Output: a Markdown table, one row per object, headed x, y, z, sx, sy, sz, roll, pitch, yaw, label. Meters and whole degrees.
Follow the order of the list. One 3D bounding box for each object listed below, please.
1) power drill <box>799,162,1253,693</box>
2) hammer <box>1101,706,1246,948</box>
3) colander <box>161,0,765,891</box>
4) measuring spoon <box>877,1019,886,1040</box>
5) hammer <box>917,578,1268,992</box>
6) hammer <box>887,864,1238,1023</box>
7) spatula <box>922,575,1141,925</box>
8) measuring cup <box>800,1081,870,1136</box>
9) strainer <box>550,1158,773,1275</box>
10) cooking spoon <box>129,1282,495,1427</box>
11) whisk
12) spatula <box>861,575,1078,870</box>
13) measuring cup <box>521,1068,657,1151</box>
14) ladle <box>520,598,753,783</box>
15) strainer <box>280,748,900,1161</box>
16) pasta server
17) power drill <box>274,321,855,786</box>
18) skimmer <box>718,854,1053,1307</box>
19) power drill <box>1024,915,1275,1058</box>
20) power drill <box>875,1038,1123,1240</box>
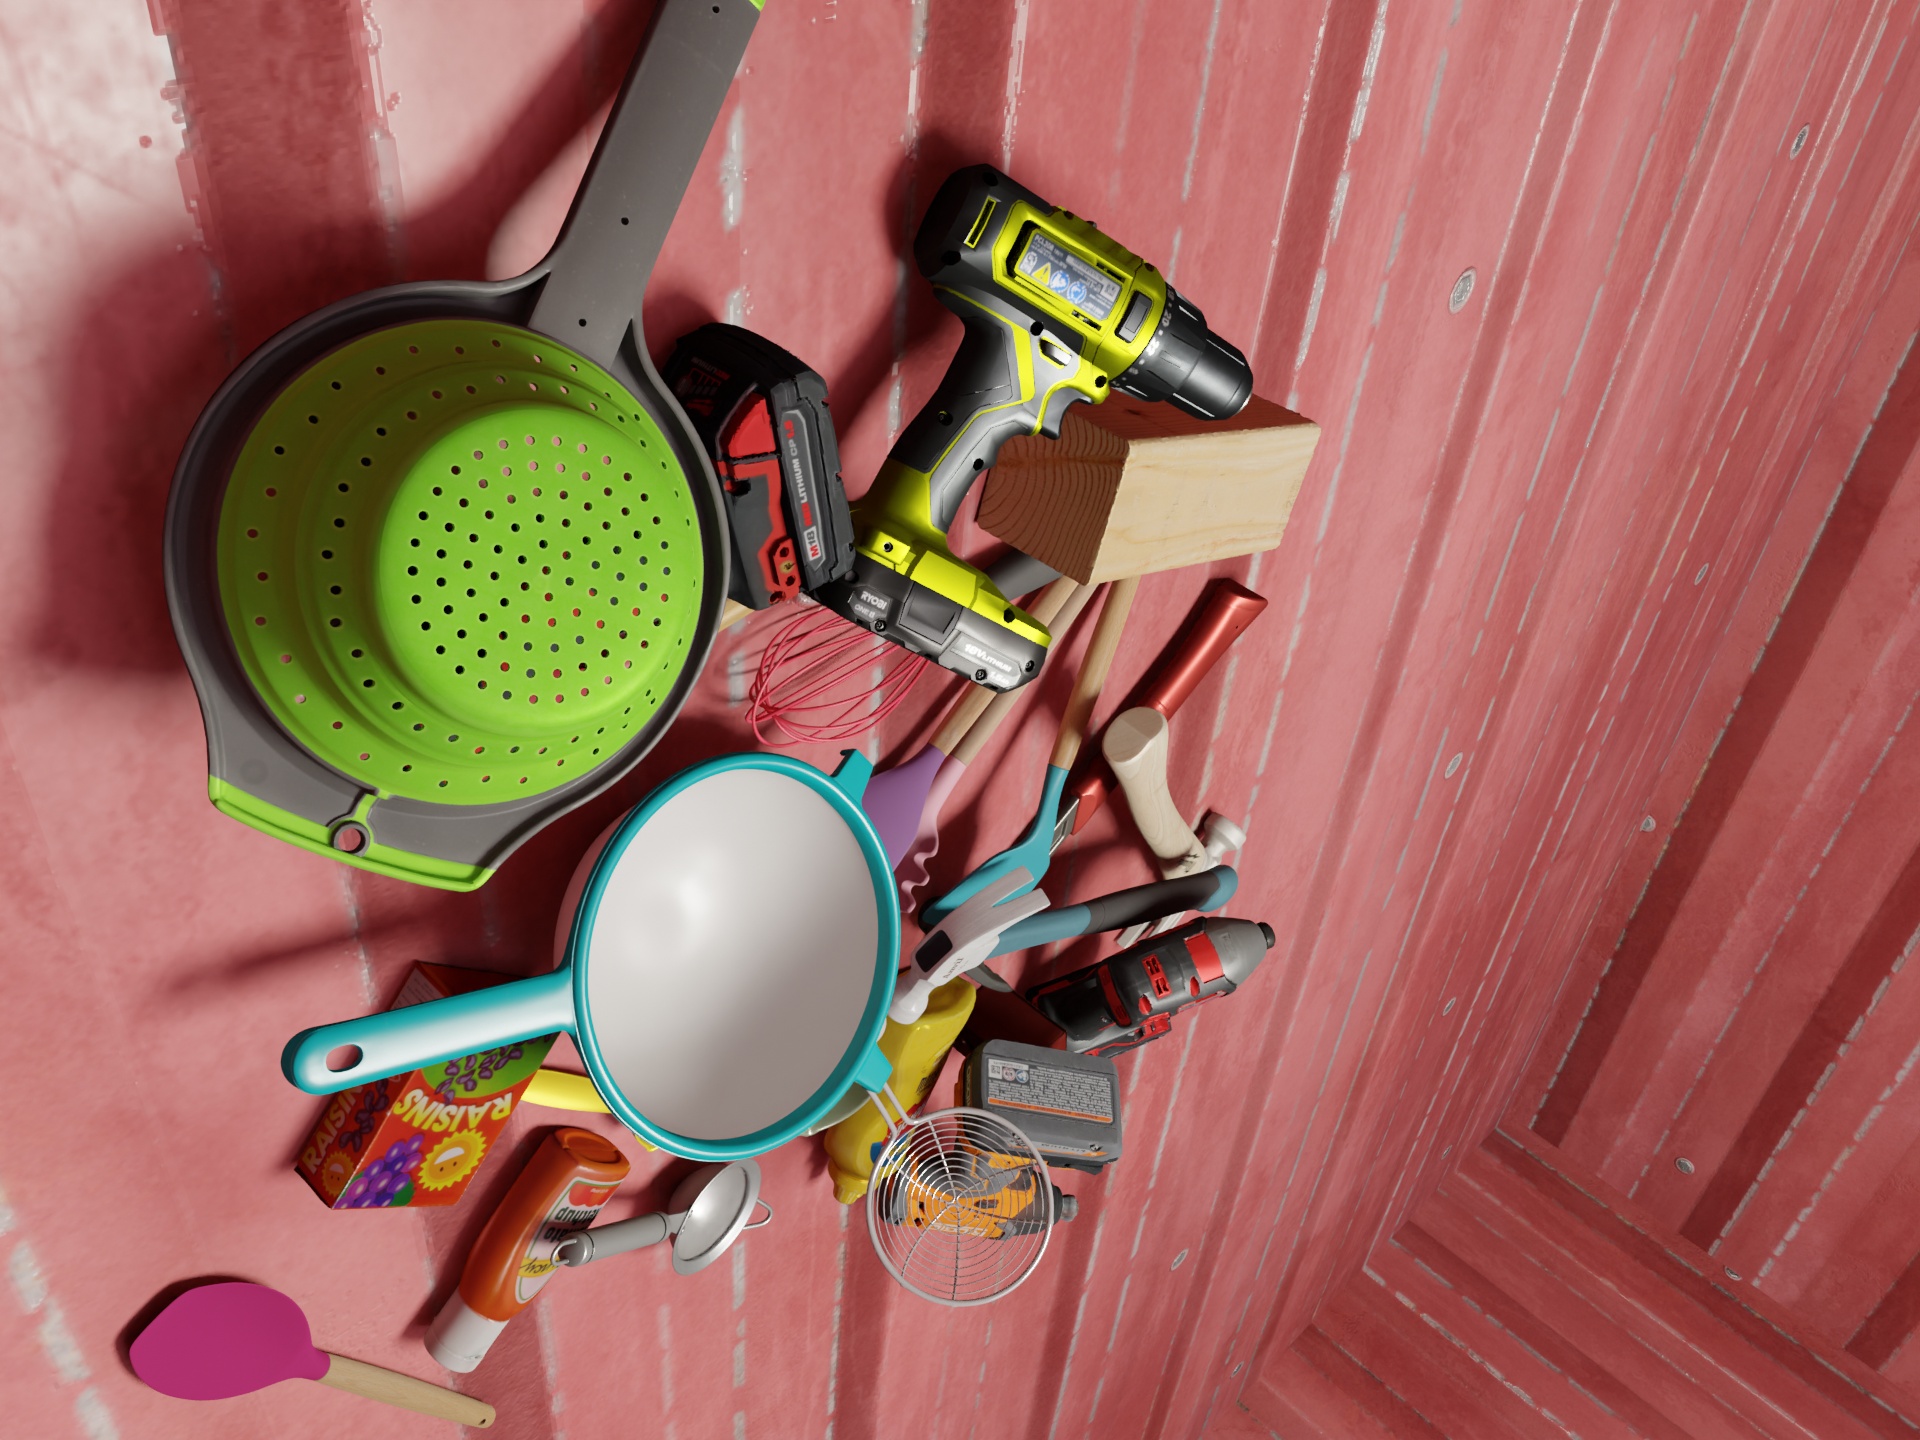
| x | y | z | sx | sy | sz | roll | pitch | yaw | label |
| --- | --- | --- | --- | --- | --- | --- | --- | --- | --- |
| 0.033 | -0.135 | 0.805 | 0.190 | 0.080 | 0.228 | 25 | 94 | -25 | power drill |
| 0.149 | 0.087 | 1.226 | 0.146 | 0.038 | 0.410 | -51 | 157 | -6 | hammer |
| -0.132 | -0.129 | 0.566 | 0.204 | 0.094 | 0.397 | 25 | 82 | -33 | colander |
| -0.087 | 0.203 | 1.027 | 0.124 | 0.018 | 0.034 | 8 | 113 | -55 | measuring spoon |
| 0.110 | 0.043 | 1.192 | 0.359 | 0.037 | 0.149 | -51 | 148 | -7 | hammer |
| 0.094 | 0.144 | 1.161 | 0.331 | 0.033 | 0.128 | -5 | 141 | -46 | hammer |
| 0.067 | 0.003 | 1.081 | 0.082 | 0.044 | 0.317 | 18 | 94 | -46 | spatula |
| -0.136 | 0.248 | 1.061 | 0.167 | 0.038 | 0.083 | -3 | 136 | -32 | measuring cup |
| -0.190 | 0.316 | 1.002 | 0.087 | 0.050 | 0.258 | -64 | 161 | -2 | strainer |
| -0.348 | 0.369 | 0.898 | 0.069 | 0.017 | 0.318 | -46 | 147 | -13 | cooking spoon |
| -0.013 | -0.059 | 0.917 | 0.296 | 0.073 | 0.073 | -33 | 142 | -42 | whisk |
| -0.002 | -0.003 | 1.003 | 0.059 | 0.018 | 0.316 | 41 | 79 | -16 | spatula |
| -0.212 | 0.217 | 0.942 | 0.156 | 0.029 | 0.062 | 27 | 97 | -46 | measuring cup |
| -0.125 | -0.052 | 0.800 | 0.315 | 0.031 | 0.069 | -37 | 143 | -30 | ladle |
| -0.184 | 0.127 | 0.807 | 0.340 | 0.095 | 0.211 | -8 | 97 | -43 | strainer |
| 0.015 | 0.003 | 1.026 | 0.316 | 0.060 | 0.040 | -54 | -177 | -7 | pasta server |
| -0.164 | -0.090 | 0.666 | 0.227 | 0.080 | 0.187 | -32 | 135 | -26 | power drill |
| -0.049 | 0.228 | 0.997 | 0.127 | 0.090 | 0.362 | -36 | 125 | -14 | skimmer |
| 0.147 | 0.208 | 1.242 | 0.143 | 0.079 | 0.219 | -17 | 165 | -24 | power drill |
| 0.043 | 0.332 | 1.215 | 0.164 | 0.084 | 0.226 | 13 | 140 | -15 | power drill |
